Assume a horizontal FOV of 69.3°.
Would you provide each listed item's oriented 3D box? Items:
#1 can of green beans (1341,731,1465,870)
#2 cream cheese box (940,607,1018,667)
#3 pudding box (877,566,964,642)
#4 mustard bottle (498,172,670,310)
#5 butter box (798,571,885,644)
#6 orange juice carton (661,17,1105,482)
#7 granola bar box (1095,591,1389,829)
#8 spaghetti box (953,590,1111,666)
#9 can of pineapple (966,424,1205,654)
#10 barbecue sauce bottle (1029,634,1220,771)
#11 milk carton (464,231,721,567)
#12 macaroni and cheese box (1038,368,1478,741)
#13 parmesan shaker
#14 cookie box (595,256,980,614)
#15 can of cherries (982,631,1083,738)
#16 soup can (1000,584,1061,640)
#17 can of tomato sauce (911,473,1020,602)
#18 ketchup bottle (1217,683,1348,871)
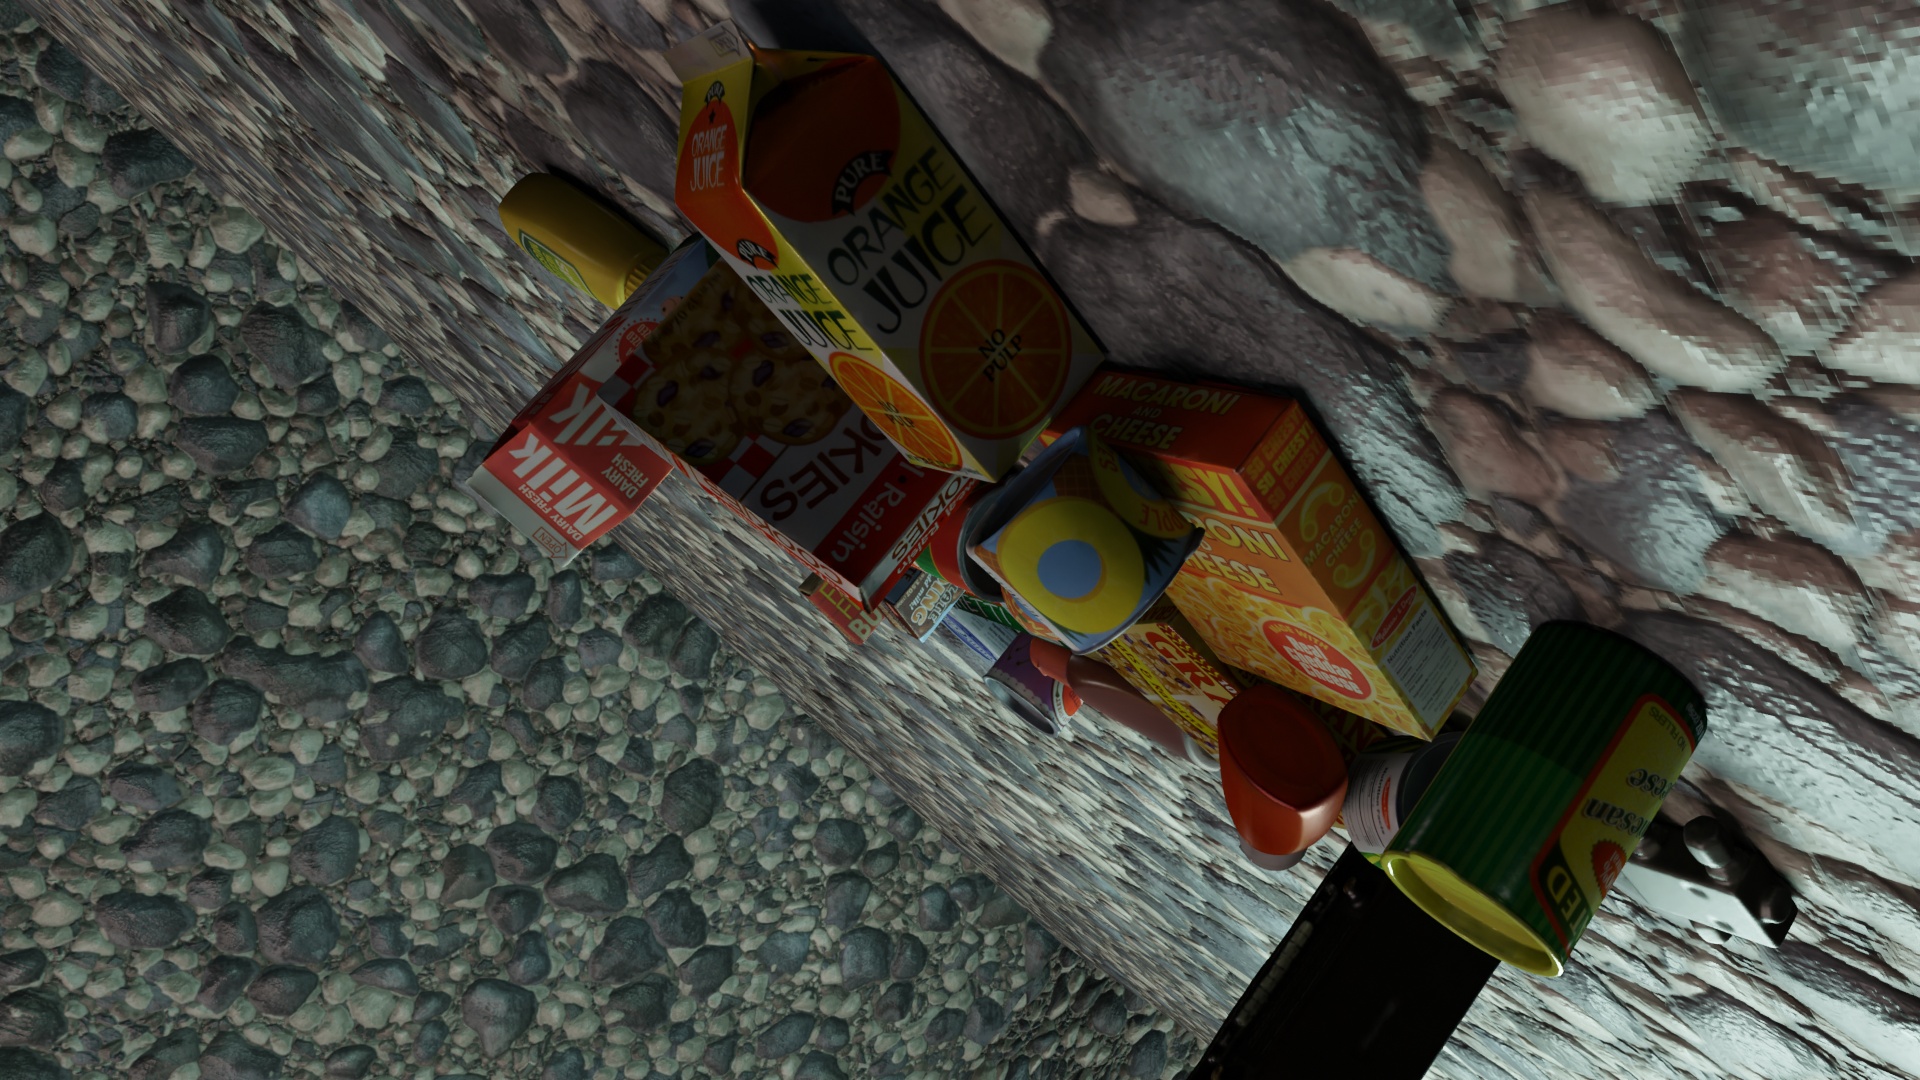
[{"bbox_3d":[0.214,0.120,0.628,0.071,0.071,0.057,40,166,-1],"label":"can of green beans"},{"bbox_3d":[0.011,0.065,1.066,0.103,0.024,0.053,43,166,-15],"label":"cream cheese box"},{"bbox_3d":[-0.017,0.016,0.862,0.030,0.084,0.049,29,162,36],"label":"pudding box"},{"bbox_3d":[-0.218,-0.174,0.862,0.160,0.049,0.065,33,166,26],"label":"mustard bottle"},{"bbox_3d":[-0.053,0.012,0.903,0.053,0.104,0.024,46,165,-25],"label":"butter box"},{"bbox_3d":[-0.037,-0.114,0.532,0.192,0.073,0.072,48,164,-28],"label":"orange juice carton"},{"bbox_3d":[0.152,0.086,0.736,0.165,0.039,0.124,42,165,-9],"label":"granola bar box"},{"bbox_3d":[0.026,0.033,0.919,0.050,0.029,0.250,47,164,-29],"label":"spaghetti box"},{"bbox_3d":[0.045,-0.002,0.515,0.058,0.071,0.071,42,166,-9],"label":"can of pineapple"},{"bbox_3d":[0.104,0.091,0.870,0.149,0.044,0.064,25,160,47],"label":"barbecue sauce bottle"},{"bbox_3d":[-0.177,-0.079,0.756,0.072,0.191,0.073,46,165,-21],"label":"milk carton"},{"bbox_3d":[0.118,0.003,0.563,0.166,0.040,0.124,48,164,-32],"label":"macaroni and cheese box"},{"bbox_3d":[0.201,0.086,0.478,0.071,0.103,0.071,36,166,11],"label":"parmesan shaker"},{"bbox_3d":[-0.071,-0.063,0.673,0.167,0.123,0.040,36,166,15],"label":"cookie box"},{"bbox_3d":[0.061,0.095,0.964,0.071,0.058,0.071,37,165,12],"label":"can of cherries"},{"bbox_3d":[0.053,0.010,0.697,0.071,0.071,0.083,38,166,7],"label":"soup can"},{"bbox_3d":[0.003,-0.010,0.773,0.083,0.071,0.071,21,157,53],"label":"can of tomato sauce"},{"bbox_3d":[0.153,0.124,0.673,0.065,0.043,0.148,52,171,29],"label":"ketchup bottle"}]
